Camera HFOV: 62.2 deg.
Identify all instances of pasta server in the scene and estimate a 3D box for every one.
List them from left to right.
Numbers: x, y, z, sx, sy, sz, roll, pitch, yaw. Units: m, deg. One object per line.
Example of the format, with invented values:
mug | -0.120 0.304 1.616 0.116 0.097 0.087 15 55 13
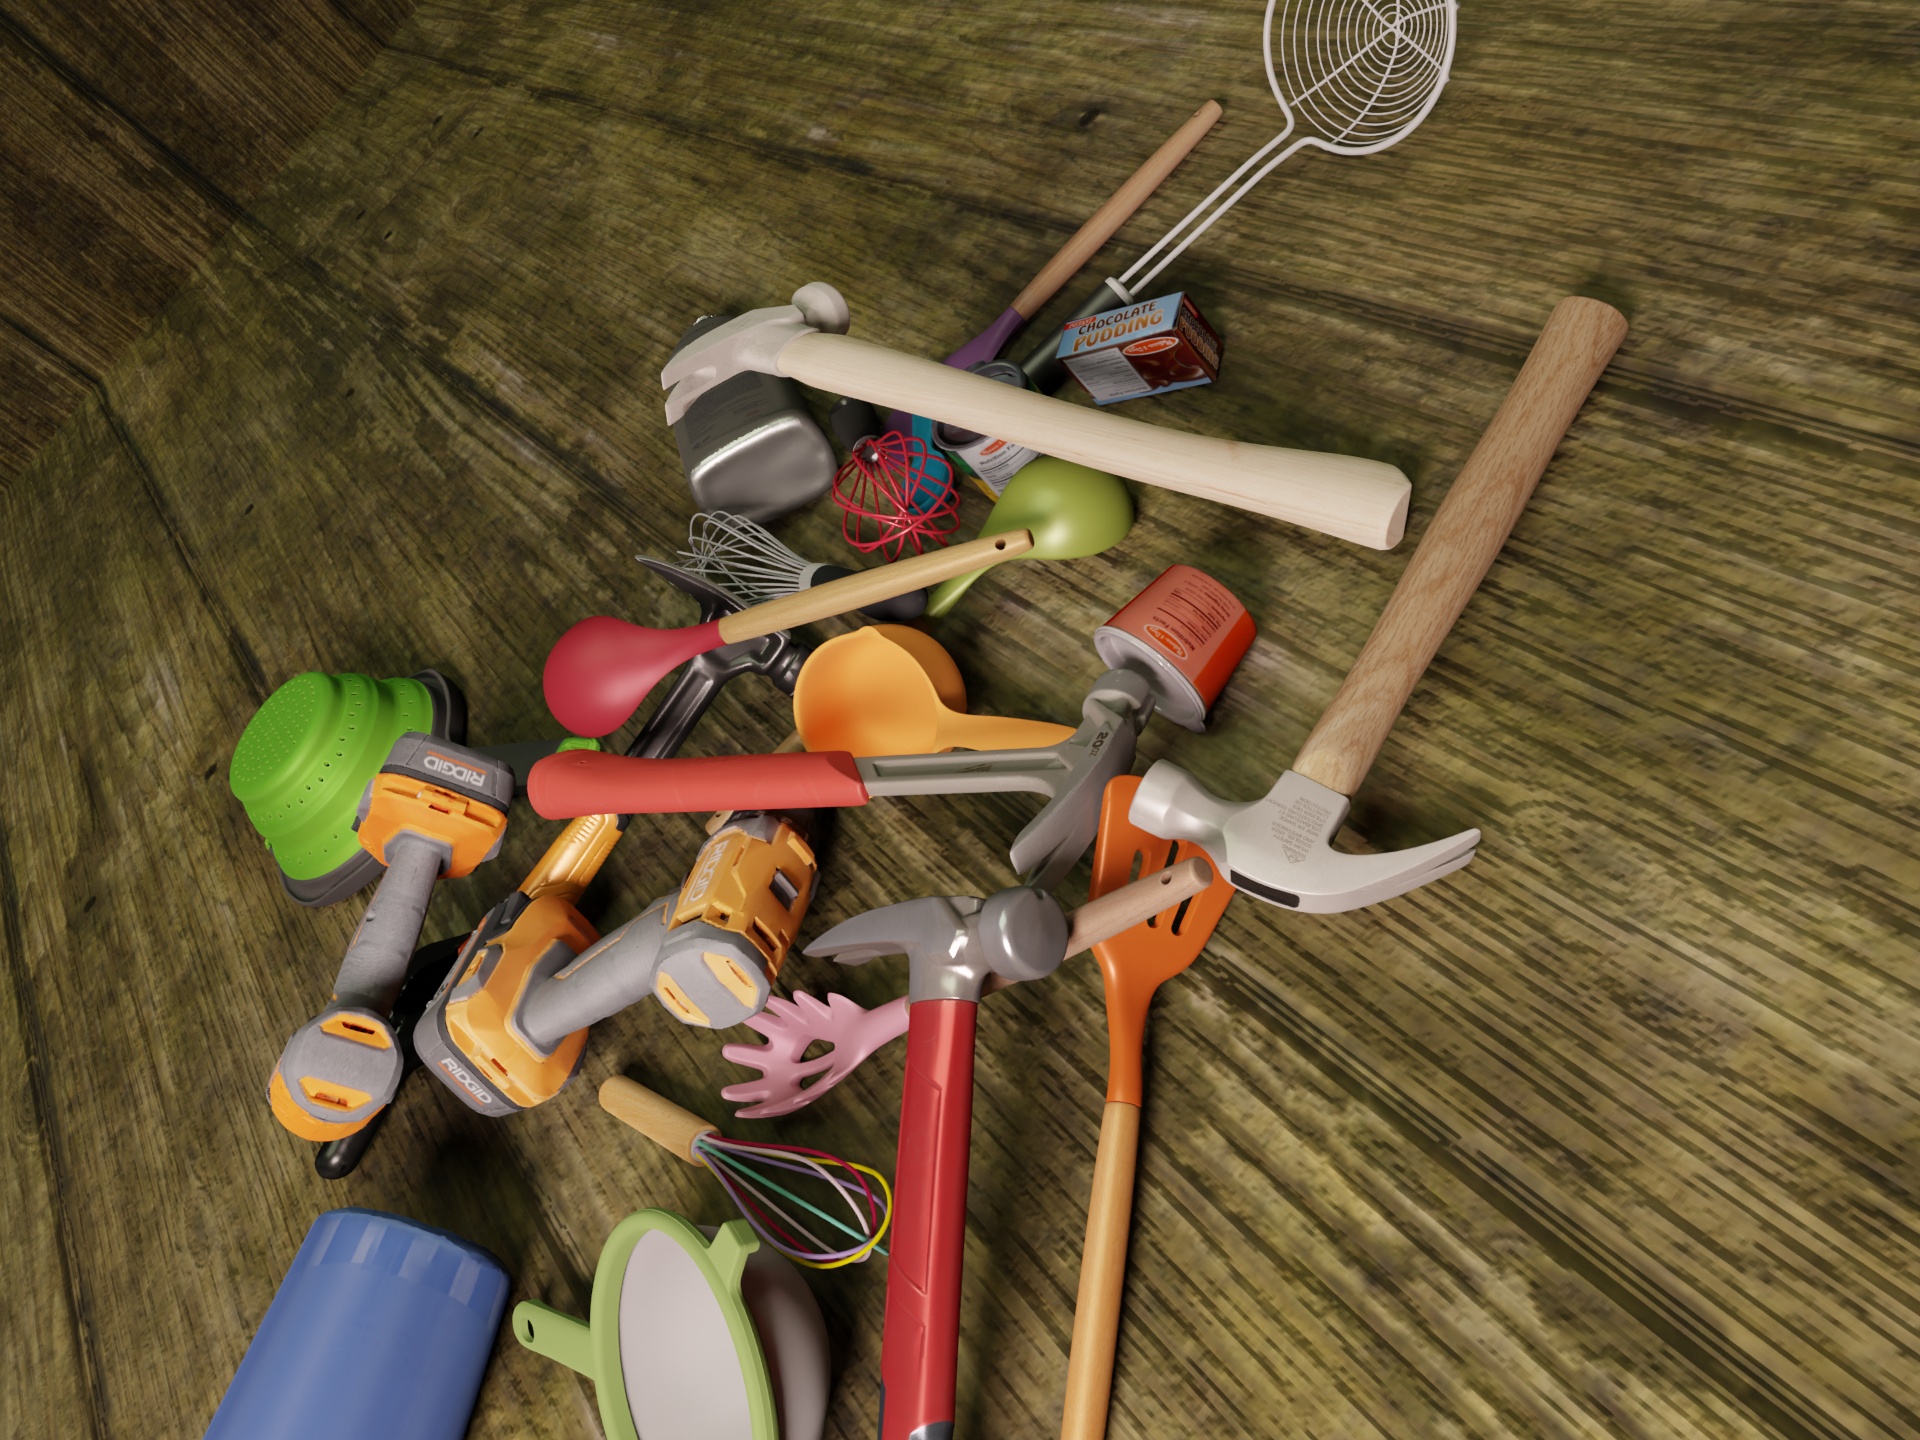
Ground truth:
pasta server | -0.009 0.121 0.716 0.316 0.040 0.060 -33 49 42

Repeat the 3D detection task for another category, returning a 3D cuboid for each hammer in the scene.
hammer | -0.229 0.064 0.962 0.337 0.127 0.034 -56 15 0
hammer | -0.086 0.035 0.801 0.359 0.036 0.149 -4 31 32
hammer | -0.027 0.262 0.625 0.143 0.038 0.387 -18 61 46
hammer | 0.032 -0.155 0.839 0.411 0.038 0.146 21 43 28
hammer | 0.212 -0.060 0.699 0.130 0.031 0.331 28 71 21

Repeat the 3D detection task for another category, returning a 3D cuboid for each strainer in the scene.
strainer | -0.130 0.290 0.734 0.256 0.069 0.151 -13 82 52

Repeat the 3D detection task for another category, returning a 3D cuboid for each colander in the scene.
colander | -0.417 0.024 1.154 0.397 0.094 0.205 -6 57 38

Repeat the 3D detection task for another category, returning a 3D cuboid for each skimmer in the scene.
skimmer | 0.132 -0.305 0.934 0.363 0.090 0.127 -42 73 11

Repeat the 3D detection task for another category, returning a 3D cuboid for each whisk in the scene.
whisk | -0.112 0.216 0.788 0.245 0.051 0.047 9 75 50
whisk | -0.100 -0.086 0.968 0.285 0.070 0.070 17 72 54
whisk | -0.051 -0.159 0.973 0.073 0.073 0.296 -42 25 8

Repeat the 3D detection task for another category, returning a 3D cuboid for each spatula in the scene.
spatula | 0.054 -0.285 1.041 0.316 0.018 0.060 -45 39 5
spatula | 0.068 0.181 0.653 0.041 0.081 0.323 -37 38 58

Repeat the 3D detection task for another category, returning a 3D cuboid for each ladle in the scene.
ladle | -0.106 -0.054 0.869 0.315 0.031 0.069 -15 82 21
ladle | -0.030 -0.034 0.915 0.320 0.062 0.078 -44 38 16

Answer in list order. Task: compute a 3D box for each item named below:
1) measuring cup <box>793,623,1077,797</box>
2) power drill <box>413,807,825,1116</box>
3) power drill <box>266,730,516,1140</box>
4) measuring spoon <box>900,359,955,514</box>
measuring cup | -0.001 -0.003 0.848 0.174 0.052 0.095 9 107 20
power drill | -0.173 0.111 0.877 0.226 0.084 0.185 -25 25 25
power drill | -0.346 0.137 0.948 0.164 0.084 0.227 -38 35 56
measuring spoon | -0.017 -0.180 1.016 0.042 0.021 0.129 -30 45 37
